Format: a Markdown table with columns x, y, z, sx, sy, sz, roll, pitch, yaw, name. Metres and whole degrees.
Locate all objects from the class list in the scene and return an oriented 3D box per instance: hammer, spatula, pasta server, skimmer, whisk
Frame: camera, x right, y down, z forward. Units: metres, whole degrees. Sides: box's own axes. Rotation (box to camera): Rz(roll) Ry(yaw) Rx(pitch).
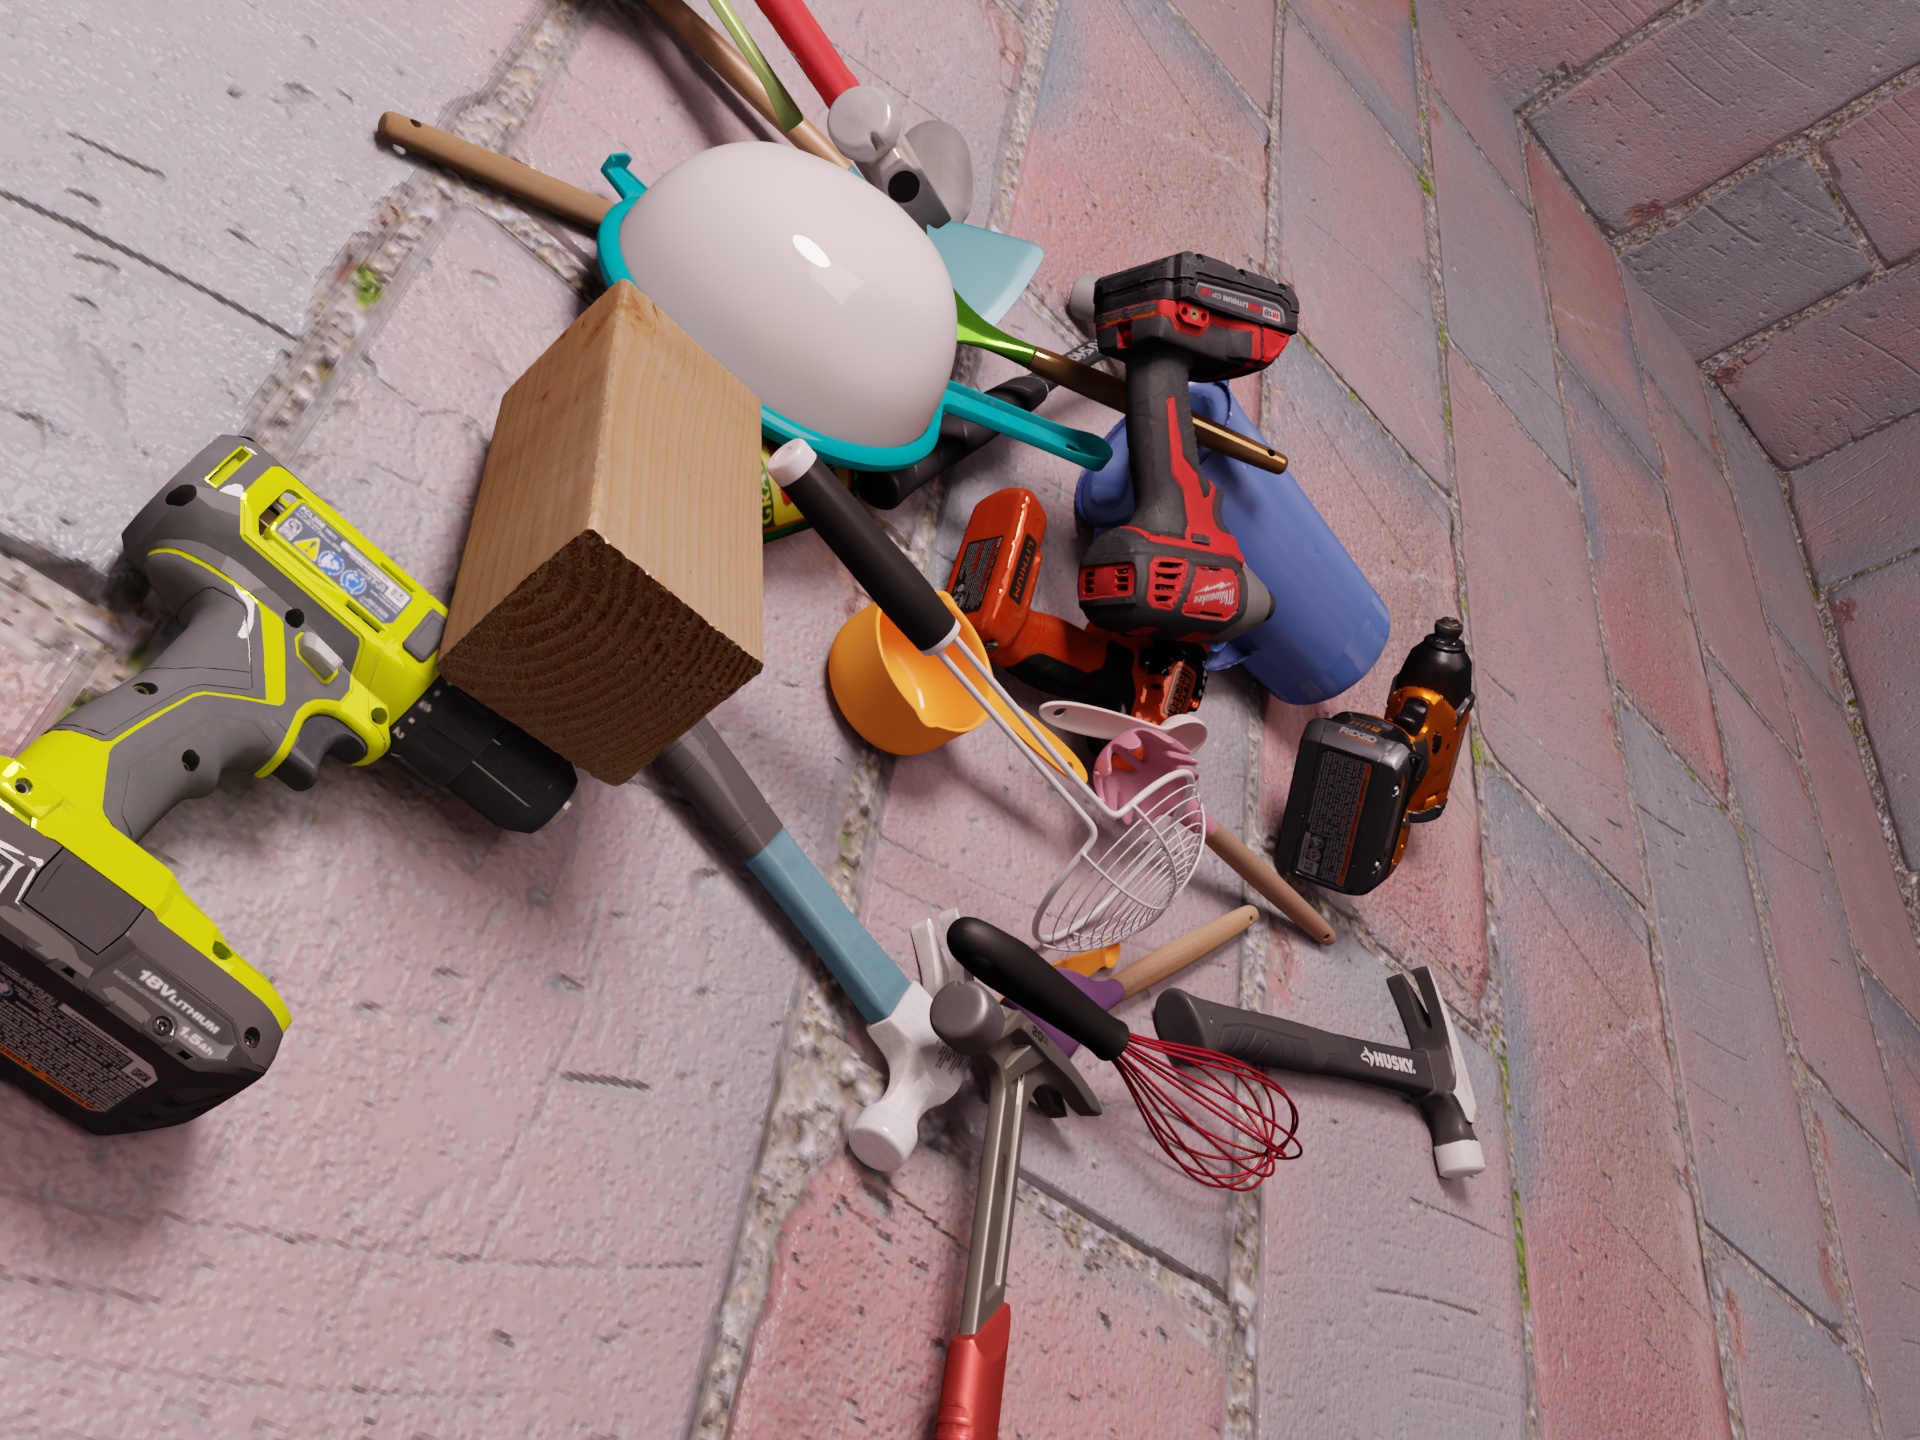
| x | y | z | sx | sy | sz | roll | pitch | yaw | name |
| --- | --- | --- | --- | --- | --- | --- | --- | --- | --- |
| -0.102 | 0.048 | 0.751 | 0.331 | 0.033 | 0.128 | 53 | 38 | -11 | hammer |
| 0.058 | -0.224 | 1.066 | 0.409 | 0.149 | 0.036 | -41 | 141 | -47 | hammer |
| 0.008 | 0.305 | 0.698 | 0.149 | 0.037 | 0.359 | 53 | 37 | -45 | hammer |
| 0.103 | 0.150 | 0.937 | 0.316 | 0.018 | 0.060 | -13 | 102 | -53 | spatula |
| -0.087 | -0.371 | 1.007 | 0.317 | 0.044 | 0.082 | 40 | 67 | -16 | spatula |
| 0.174 | 0.085 | 1.019 | 0.315 | 0.060 | 0.040 | 39 | 11 | -42 | pasta server |
| -0.125 | -0.455 | 0.952 | 0.386 | 0.038 | 0.143 | 58 | 8 | 14 | hammer |
| 0.241 | 0.214 | 1.050 | 0.334 | 0.035 | 0.146 | 20 | 53 | -41 | hammer |
| 0.013 | -0.008 | 0.821 | 0.363 | 0.127 | 0.090 | 49 | -7 | -29 | skimmer |
| 0.092 | 0.180 | 0.854 | 0.295 | 0.073 | 0.073 | 40 | 42 | -33 | whisk |

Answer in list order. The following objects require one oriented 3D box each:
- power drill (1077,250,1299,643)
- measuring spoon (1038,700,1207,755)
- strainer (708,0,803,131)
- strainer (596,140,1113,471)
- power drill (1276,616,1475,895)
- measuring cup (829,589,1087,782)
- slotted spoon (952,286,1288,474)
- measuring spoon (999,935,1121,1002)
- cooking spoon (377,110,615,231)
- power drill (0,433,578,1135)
| x | y | z | sx | sy | sz | roll | pitch | yaw | name |
| --- | --- | --- | --- | --- | --- | --- | --- | --- | --- |
| 0.141 | -0.156 | 0.959 | 0.143 | 0.078 | 0.220 | 5 | 87 | -38 | power drill |
| 0.095 | 0.000 | 0.949 | 0.124 | 0.034 | 0.018 | 12 | 38 | -32 | measuring spoon |
| -0.189 | -0.443 | 0.925 | 0.256 | 0.069 | 0.151 | 55 | 10 | -10 | strainer |
| -0.026 | -0.223 | 0.876 | 0.340 | 0.095 | 0.211 | 15 | 40 | -34 | strainer |
| 0.318 | 0.020 | 1.173 | 0.226 | 0.084 | 0.164 | -27 | 131 | -53 | power drill |
| -0.001 | -0.003 | 0.889 | 0.173 | 0.052 | 0.095 | 38 | 43 | -31 | measuring cup |
| 0.069 | -0.221 | 1.006 | 0.313 | 0.031 | 0.070 | 21 | 61 | -12 | slotted spoon |
| 0.055 | 0.142 | 0.896 | 0.117 | 0.011 | 0.021 | -14 | 108 | -50 | measuring spoon |
| -0.172 | -0.269 | 0.884 | 0.318 | 0.017 | 0.069 | 11 | 53 | -47 | cooking spoon |
| -0.246 | 0.025 | 0.561 | 0.190 | 0.080 | 0.229 | 45 | 37 | -21 | power drill |
